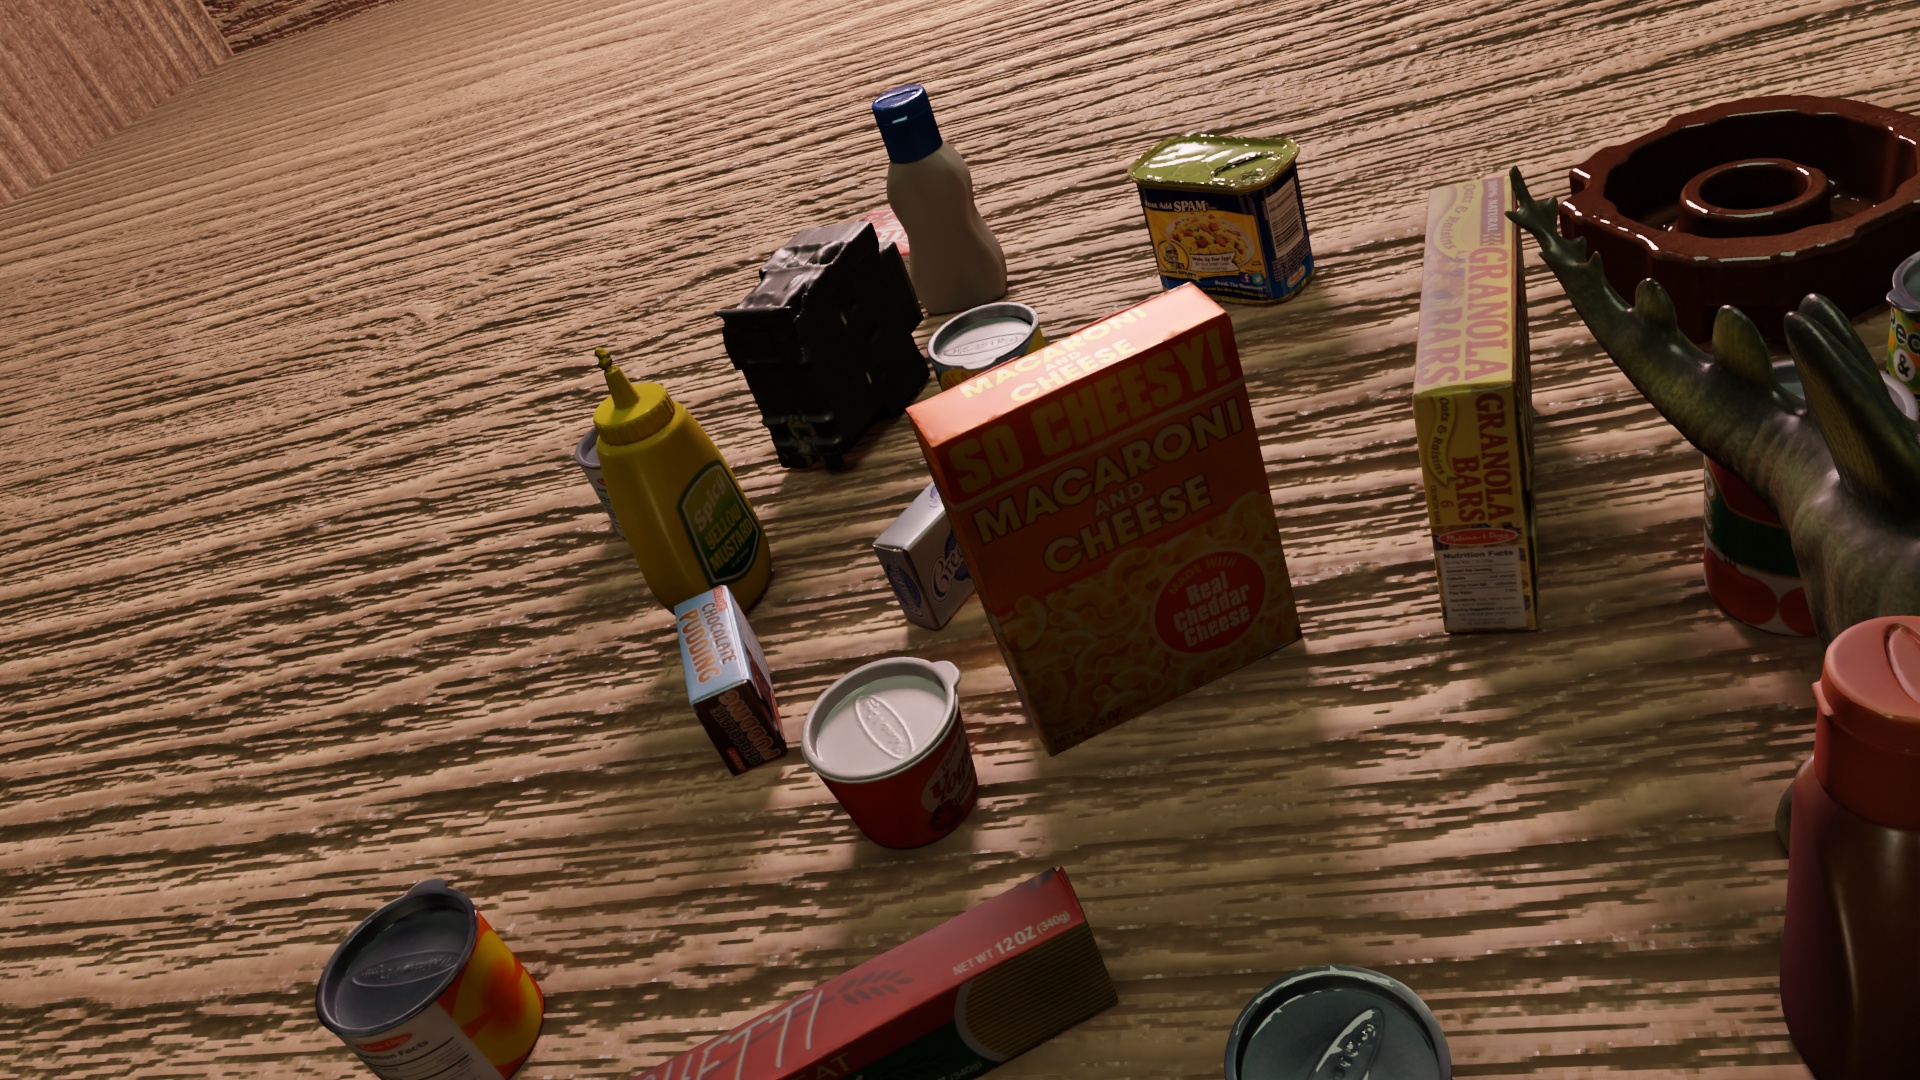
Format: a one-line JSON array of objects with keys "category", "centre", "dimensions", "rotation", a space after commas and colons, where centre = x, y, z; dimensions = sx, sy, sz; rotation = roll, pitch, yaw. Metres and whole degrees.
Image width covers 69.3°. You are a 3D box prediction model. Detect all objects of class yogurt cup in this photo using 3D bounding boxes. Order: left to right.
[{"category": "yogurt cup", "centre": [-0.026, 0.091, 0.580], "dimensions": [0.072, 0.053, 0.073], "rotation": [-14, 35, 10]}]

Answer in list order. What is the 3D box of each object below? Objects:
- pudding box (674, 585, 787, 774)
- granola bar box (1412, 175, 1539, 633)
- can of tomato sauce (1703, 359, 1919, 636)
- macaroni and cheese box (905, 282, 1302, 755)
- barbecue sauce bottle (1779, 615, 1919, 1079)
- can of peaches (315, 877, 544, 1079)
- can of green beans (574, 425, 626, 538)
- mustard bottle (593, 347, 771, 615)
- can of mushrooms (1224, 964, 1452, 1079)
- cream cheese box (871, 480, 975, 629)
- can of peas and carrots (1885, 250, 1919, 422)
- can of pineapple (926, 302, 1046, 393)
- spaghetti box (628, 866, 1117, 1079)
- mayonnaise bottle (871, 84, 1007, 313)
[{"category": "pudding box", "centre": [-0.110, 0.065, 0.662], "dimensions": [0.030, 0.049, 0.084], "rotation": [-23, 35, -3]}, {"category": "granola bar box", "centre": [0.223, -0.061, 0.593], "dimensions": [0.039, 0.123, 0.166], "rotation": [-4, 38, 24]}, {"category": "can of tomato sauce", "centre": [0.314, -0.016, 0.521], "dimensions": [0.071, 0.082, 0.071], "rotation": [-14, 35, 10]}, {"category": "macaroni and cheese box", "centre": [0.063, -0.005, 0.564], "dimensions": [0.124, 0.165, 0.040], "rotation": [-25, 35, -5]}, {"category": "barbecue sauce bottle", "centre": [0.243, 0.085, 0.365], "dimensions": [0.043, 0.148, 0.065], "rotation": [-7, 37, 20]}, {"category": "can of peaches", "centre": [-0.207, 0.180, 0.550], "dimensions": [0.071, 0.057, 0.071], "rotation": [-14, 35, 10]}, {"category": "can of green beans", "centre": [-0.189, -0.042, 0.838], "dimensions": [0.071, 0.057, 0.071], "rotation": [-14, 35, 10]}, {"category": "mustard bottle", "centre": [-0.149, -0.029, 0.711], "dimensions": [0.049, 0.159, 0.066], "rotation": [3, 42, 31]}, {"category": "can of mushrooms", "centre": [0.118, 0.167, 0.420], "dimensions": [0.071, 0.033, 0.071], "rotation": [-14, 35, 10]}, {"category": "cream cheese box", "centre": [0.002, -0.009, 0.698], "dimensions": [0.024, 0.053, 0.104], "rotation": [12, 47, 38]}, {"category": "can of peas and carrots", "centre": [0.422, -0.084, 0.577], "dimensions": [0.071, 0.058, 0.071], "rotation": [-14, 35, 10]}, {"category": "can of pineapple", "centre": [0.020, -0.095, 0.801], "dimensions": [0.071, 0.057, 0.071], "rotation": [-14, 35, 10]}, {"category": "spaghetti box", "centre": [-0.066, 0.189, 0.471], "dimensions": [0.250, 0.050, 0.029], "rotation": [-25, 35, -6]}, {"category": "mayonnaise bottle", "centre": [-0.017, -0.223, 0.913], "dimensions": [0.065, 0.147, 0.041], "rotation": [-12, 36, 13]}]
